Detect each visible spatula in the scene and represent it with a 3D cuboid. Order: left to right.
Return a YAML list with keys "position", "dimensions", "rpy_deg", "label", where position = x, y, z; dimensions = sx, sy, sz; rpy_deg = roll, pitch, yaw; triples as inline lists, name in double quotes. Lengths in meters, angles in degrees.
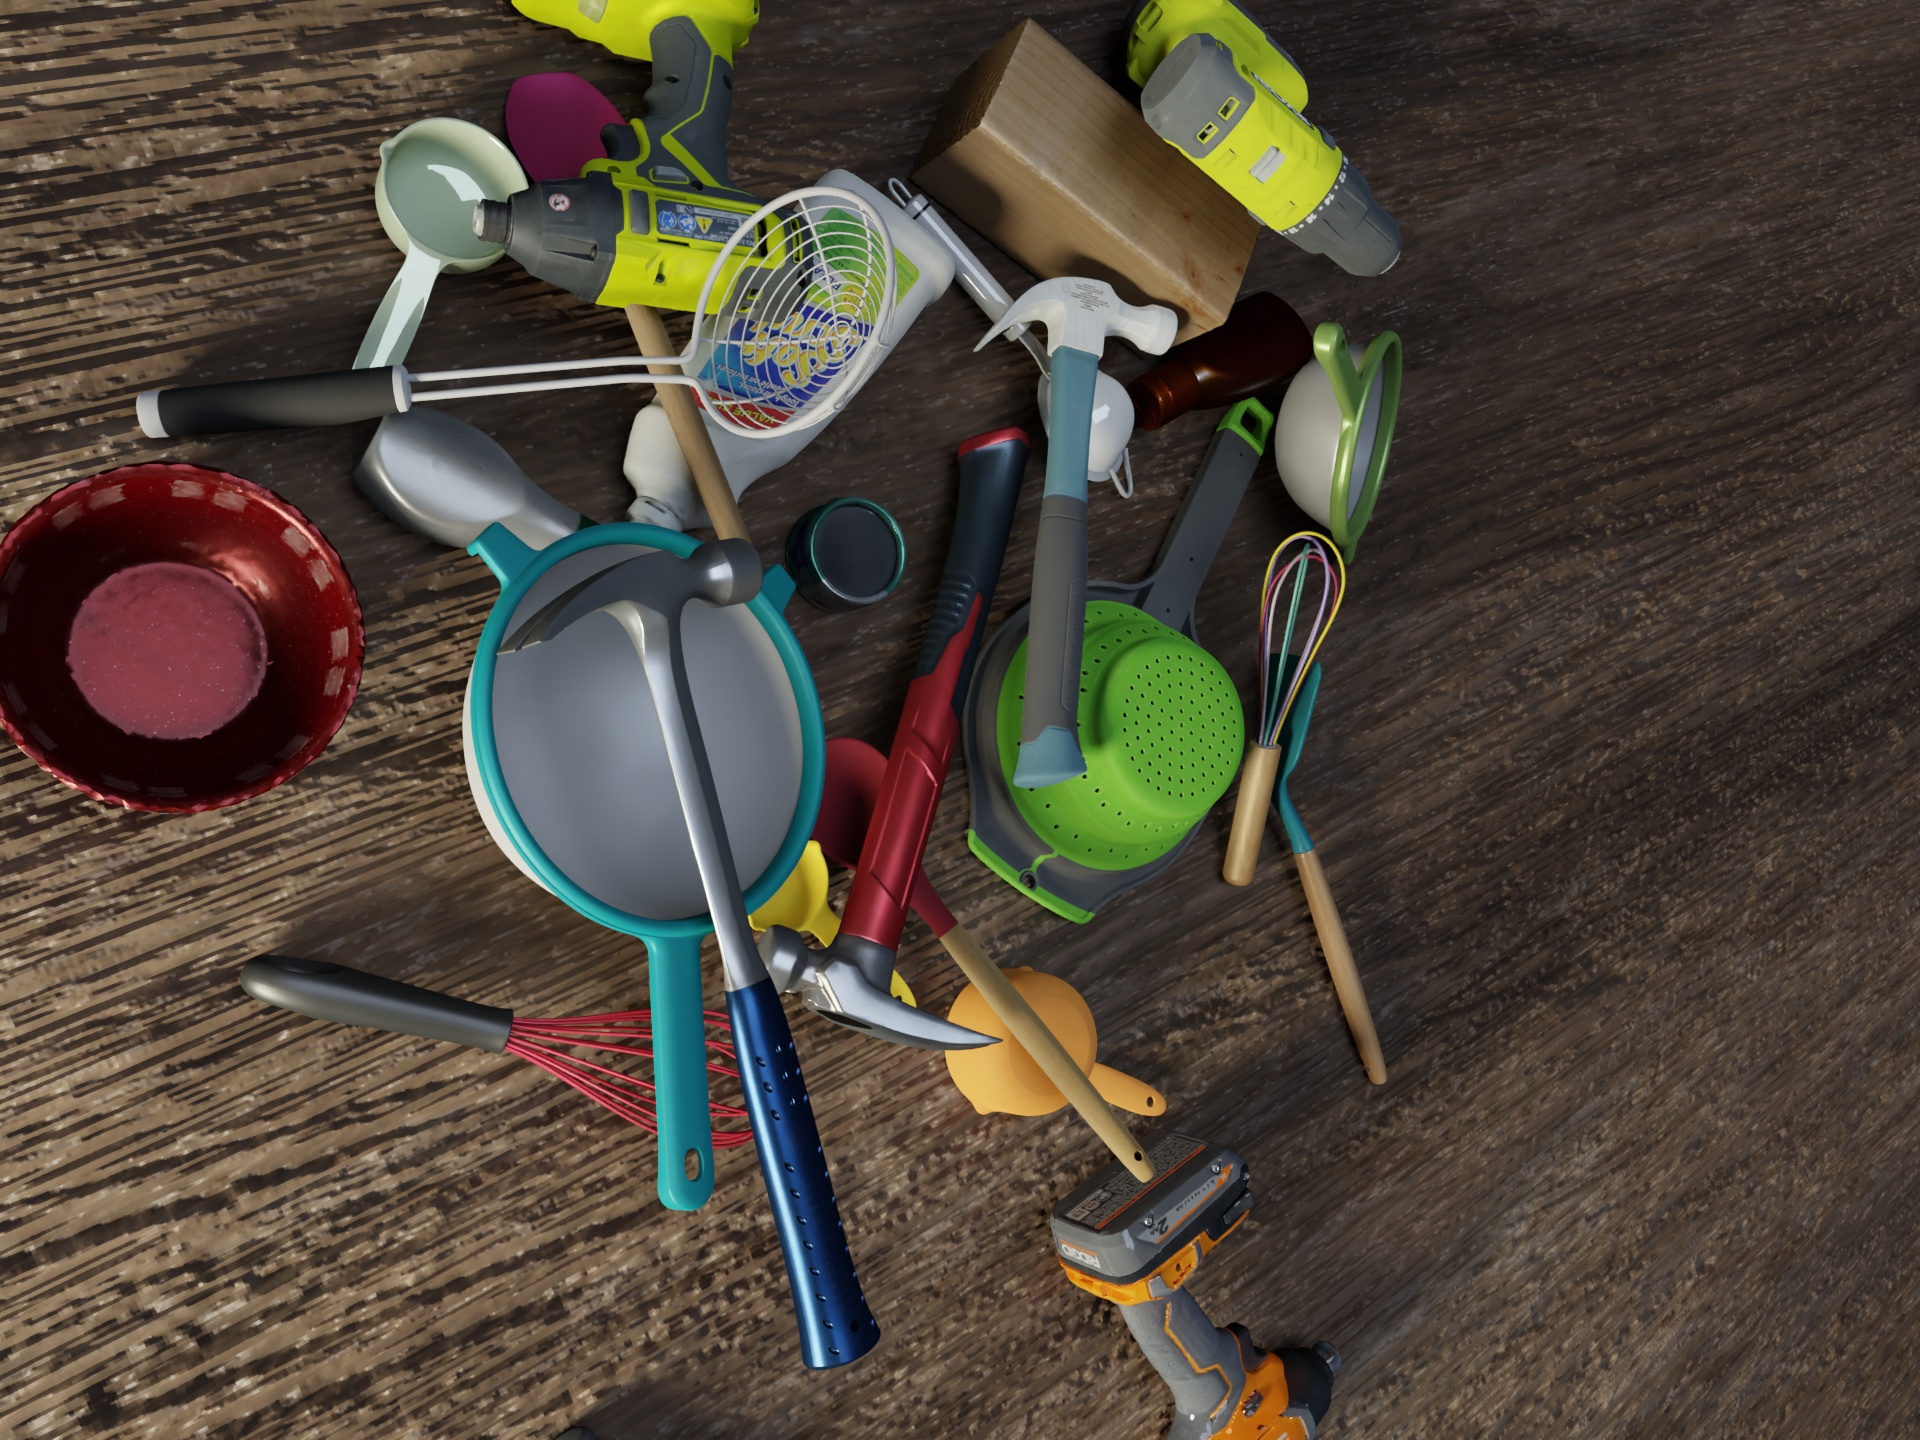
- position: [0.257, 0.109, 1.109]
  dimensions: [0.044, 0.082, 0.317]
  rpy_deg: [-23, 102, -15]
  label: "spatula"

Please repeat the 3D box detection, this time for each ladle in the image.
- position: [0.011, 0.141, 0.926]
  dimensions: [0.069, 0.031, 0.315]
  rpy_deg: [-38, 87, -26]
  label: "ladle"

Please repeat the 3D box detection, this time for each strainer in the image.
- position: [-0.171, 0.074, 0.814]
  dimensions: [0.211, 0.095, 0.340]
  rpy_deg: [4, 78, -46]
  label: "strainer"
- position: [0.042, -0.248, 1.025]
  dimensions: [0.258, 0.050, 0.087]
  rpy_deg: [46, 49, -15]
  label: "strainer"
- position: [0.241, -0.211, 1.070]
  dimensions: [0.256, 0.069, 0.151]
  rpy_deg: [27, 78, -67]
  label: "strainer"

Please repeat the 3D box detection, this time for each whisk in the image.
- position: [-0.214, 0.164, 0.816]
  dimensions: [0.295, 0.073, 0.073]
  rpy_deg: [19, 75, -23]
  label: "whisk"
- position: [0.208, -0.004, 1.047]
  dimensions: [0.047, 0.051, 0.245]
  rpy_deg: [9, 107, 2]
  label: "whisk"

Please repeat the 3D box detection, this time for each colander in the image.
- position: [0.145, -0.061, 1.033]
  dimensions: [0.204, 0.094, 0.397]
  rpy_deg: [36, 68, -23]
  label: "colander"

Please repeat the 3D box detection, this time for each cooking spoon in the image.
- position: [-0.172, -0.218, 0.862]
  dimensions: [0.068, 0.017, 0.319]
  rpy_deg: [-18, 78, -27]
  label: "cooking spoon"

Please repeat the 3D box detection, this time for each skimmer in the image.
- position: [-0.211, -0.181, 0.757]
  dimensions: [0.363, 0.090, 0.127]
  rpy_deg: [-7, 71, -7]
  label: "skimmer"

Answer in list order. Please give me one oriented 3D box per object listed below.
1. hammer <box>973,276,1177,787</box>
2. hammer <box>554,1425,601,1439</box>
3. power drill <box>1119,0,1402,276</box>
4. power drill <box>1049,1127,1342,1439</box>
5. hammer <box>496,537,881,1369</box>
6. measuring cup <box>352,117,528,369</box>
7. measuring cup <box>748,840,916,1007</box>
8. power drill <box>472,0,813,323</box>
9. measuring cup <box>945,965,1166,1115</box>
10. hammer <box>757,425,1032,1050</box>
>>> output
- position: [0.064, -0.118, 0.959]
  dimensions: [0.128, 0.033, 0.331]
  rpy_deg: [12, 72, -21]
  label: "hammer"
- position: [-0.059, 0.478, 0.889]
  dimensions: [0.408, 0.036, 0.149]
  rpy_deg: [31, 71, -24]
  label: "hammer"
- position: [0.191, -0.386, 1.031]
  dimensions: [0.190, 0.080, 0.229]
  rpy_deg: [30, 31, -26]
  label: "power drill"
- position: [0.159, 0.379, 1.006]
  dimensions: [0.164, 0.084, 0.226]
  rpy_deg: [-27, 103, -31]
  label: "power drill"
- position: [-0.111, 0.119, 0.771]
  dimensions: [0.144, 0.035, 0.405]
  rpy_deg: [-19, 97, -48]
  label: "hammer"
- position: [-0.283, -0.232, 0.828]
  dimensions: [0.083, 0.038, 0.168]
  rpy_deg: [26, 74, -26]
  label: "measuring cup"
- position: [-0.078, 0.125, 0.926]
  dimensions: [0.156, 0.029, 0.062]
  rpy_deg: [51, 63, -30]
  label: "measuring cup"
- position: [-0.174, -0.327, 0.851]
  dimensions: [0.171, 0.080, 0.223]
  rpy_deg: [1, 72, -27]
  label: "power drill"
- position: [0.074, 0.214, 0.985]
  dimensions: [0.173, 0.052, 0.095]
  rpy_deg: [28, 71, -24]
  label: "measuring cup"
- position: [-0.001, -0.003, 0.936]
  dimensions: [0.143, 0.038, 0.387]
  rpy_deg: [23, 65, -15]
  label: "hammer"
